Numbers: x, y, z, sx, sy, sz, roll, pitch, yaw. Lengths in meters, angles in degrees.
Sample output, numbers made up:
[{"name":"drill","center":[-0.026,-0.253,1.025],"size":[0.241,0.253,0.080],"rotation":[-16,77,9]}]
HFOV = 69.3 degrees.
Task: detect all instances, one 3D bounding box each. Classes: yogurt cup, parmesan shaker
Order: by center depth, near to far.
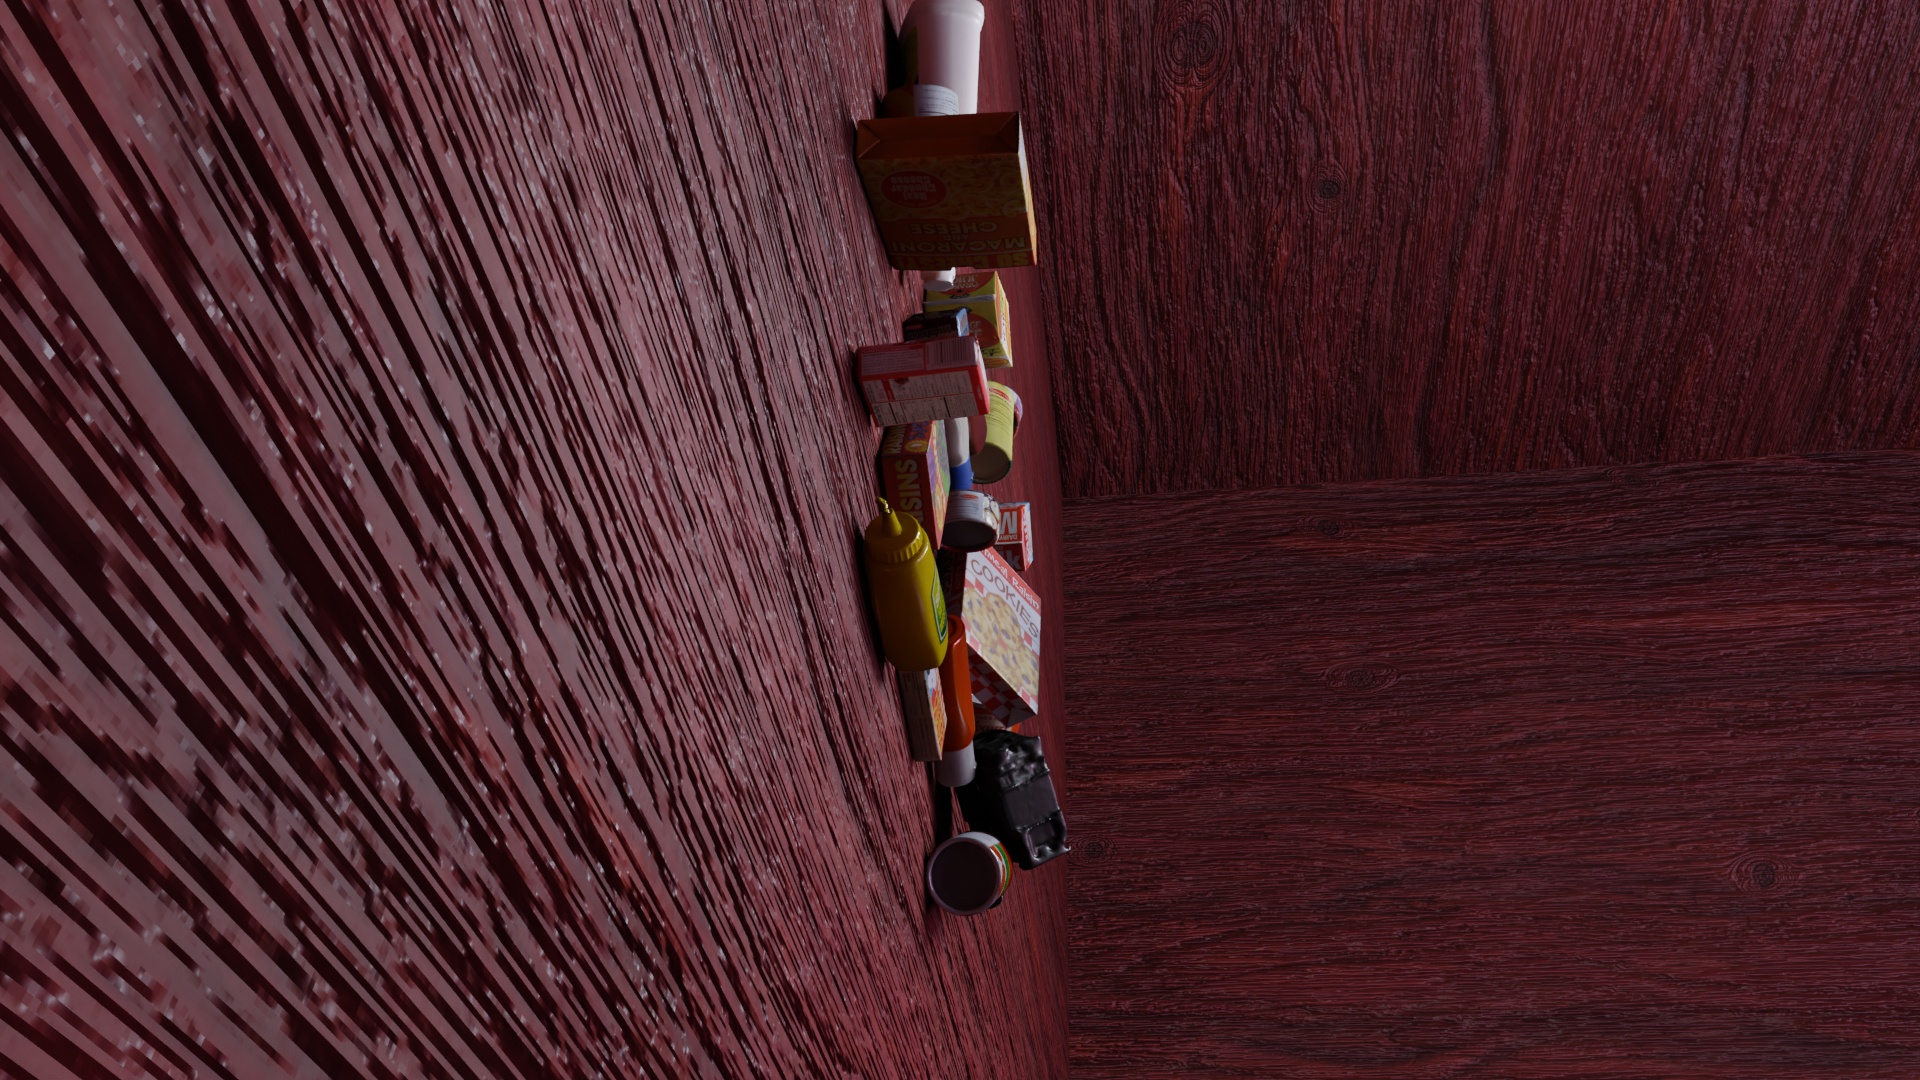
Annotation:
[{"name":"yogurt cup","center":[0.033,0.188,1.468],"size":[0.072,0.072,0.053],"rotation":[-63,157,-77]},{"name":"parmesan shaker","center":[0.023,-0.120,1.540],"size":[0.071,0.071,0.103],"rotation":[80,10,-45]}]

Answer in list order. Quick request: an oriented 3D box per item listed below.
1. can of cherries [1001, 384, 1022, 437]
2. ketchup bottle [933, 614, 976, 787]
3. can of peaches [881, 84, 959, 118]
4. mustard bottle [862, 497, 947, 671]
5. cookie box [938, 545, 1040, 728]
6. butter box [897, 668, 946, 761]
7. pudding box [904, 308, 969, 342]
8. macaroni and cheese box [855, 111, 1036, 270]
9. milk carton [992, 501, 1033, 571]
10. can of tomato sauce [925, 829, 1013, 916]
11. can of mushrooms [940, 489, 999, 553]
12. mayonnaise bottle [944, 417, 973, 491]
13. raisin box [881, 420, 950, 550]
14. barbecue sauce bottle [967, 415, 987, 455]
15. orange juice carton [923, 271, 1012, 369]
[{"name":"can of cherries","center":[0.040,-0.147,1.676],"size":[0.058,0.071,0.071],"rotation":[-75,161,-69]},{"name":"ketchup bottle","center":[-0.011,0.142,1.205],"size":[0.065,0.043,0.148],"rotation":[-81,166,-66]},{"name":"can of peaches","center":[-0.034,-0.344,1.171],"size":[0.071,0.071,0.058],"rotation":[28,59,-82]},{"name":"mustard bottle","center":[-0.041,0.027,0.988],"size":[0.159,0.049,0.065],"rotation":[79,8,-48]},{"name":"cookie box","center":[0.026,0.080,1.341],"size":[0.122,0.040,0.168],"rotation":[47,28,-27]},{"name":"butter box","center":[-0.031,0.126,1.128],"size":[0.053,0.024,0.103],"rotation":[-83,167,-55]},{"name":"pudding box","center":[-0.021,-0.191,1.261],"size":[0.084,0.050,0.030],"rotation":[-68,152,-74]},{"name":"macaroni and cheese box","center":[-0.007,-0.272,1.104],"size":[0.166,0.124,0.040],"rotation":[68,22,-69]},{"name":"milk carton","center":[0.041,-0.003,1.593],"size":[0.191,0.072,0.073],"rotation":[-38,124,-83]},{"name":"can of tomato sauce","center":[0.009,0.288,1.197],"size":[0.083,0.071,0.071],"rotation":[47,40,-78]},{"name":"can of mushrooms","center":[0.005,-0.016,1.313],"size":[0.070,0.071,0.033],"rotation":[76,13,-58]},{"name":"mayonnaise bottle","center":[-0.014,-0.109,1.318],"size":[0.065,0.041,0.147],"rotation":[-84,169,-47]},{"name":"raisin box","center":[-0.035,-0.056,1.118],"size":[0.124,0.040,0.085],"rotation":[-83,169,-62]},{"name":"barbecue sauce bottle","center":[-0.003,-0.147,1.411],"size":[0.148,0.044,0.065],"rotation":[72,16,-63]},{"name":"orange juice carton","center":[0.009,-0.227,1.432],"size":[0.192,0.072,0.073],"rotation":[26,60,-83]}]
